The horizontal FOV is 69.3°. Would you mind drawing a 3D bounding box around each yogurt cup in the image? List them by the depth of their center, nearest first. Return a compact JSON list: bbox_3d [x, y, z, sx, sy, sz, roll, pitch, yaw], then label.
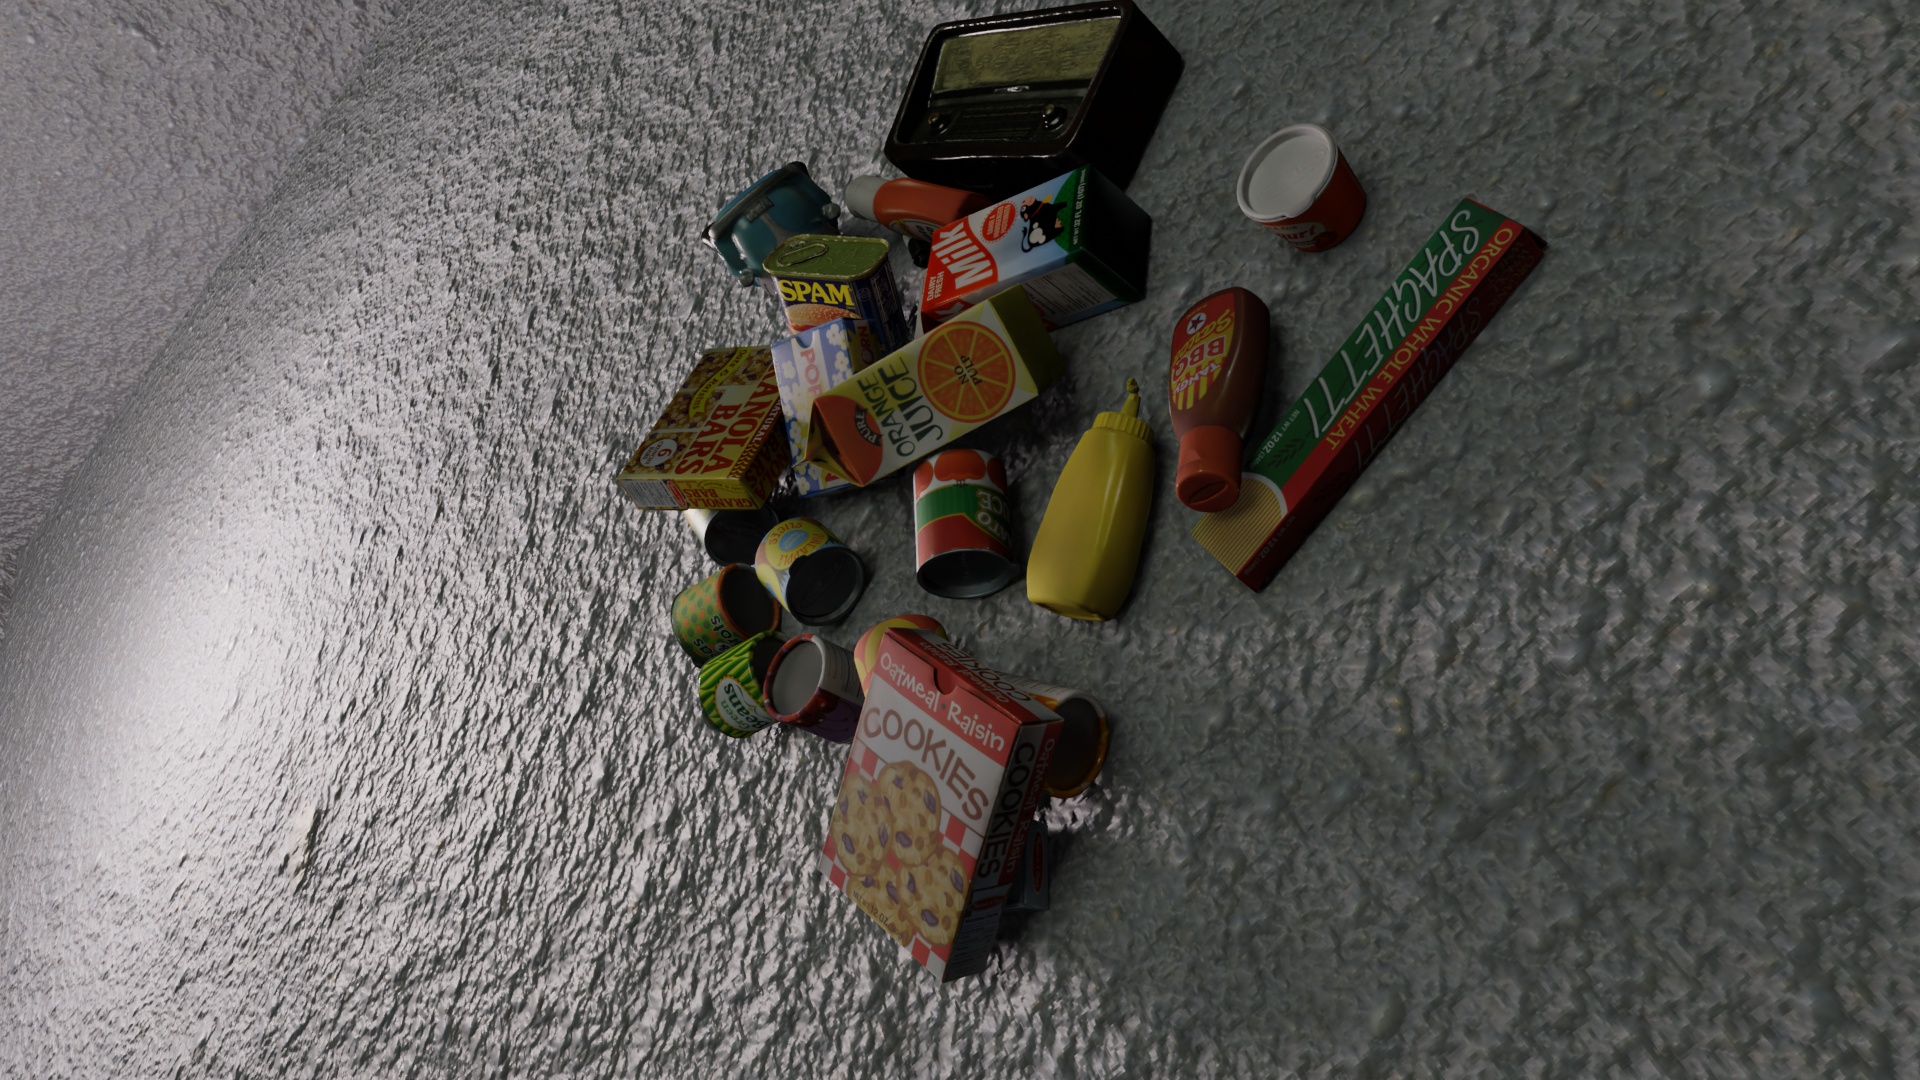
[{"bbox_3d":[0.214,-0.215,0.860,0.072,0.054,0.073,-23,54,35],"label":"yogurt cup"}]

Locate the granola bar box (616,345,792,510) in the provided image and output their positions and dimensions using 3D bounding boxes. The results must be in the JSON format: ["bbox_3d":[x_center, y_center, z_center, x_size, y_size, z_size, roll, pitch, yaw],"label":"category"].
[{"bbox_3d":[-0.187,-0.094,1.139,0.124,0.039,0.166,1,46,28],"label":"granola bar box"}]

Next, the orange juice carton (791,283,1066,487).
[{"bbox_3d":[-0.030,-0.099,0.970,0.192,0.073,0.072,-26,8,26],"label":"orange juice carton"}]

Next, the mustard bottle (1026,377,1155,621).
[{"bbox_3d":[0.092,-0.029,0.883,0.065,0.049,0.160,6,73,47],"label":"mustard bottle"}]

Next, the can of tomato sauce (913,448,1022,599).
[{"bbox_3d":[0.003,-0.012,0.949,0.071,0.071,0.083,-27,51,32],"label":"can of tomato sauce"}]

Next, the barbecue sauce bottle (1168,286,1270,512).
[{"bbox_3d":[0.153,-0.083,0.831,0.064,0.043,0.149,-32,35,41],"label":"barbecue sauce bottle"}]

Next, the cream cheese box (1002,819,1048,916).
[{"bbox_3d":[0.007,0.206,0.855,0.103,0.024,0.053,-20,55,36],"label":"cream cheese box"}]

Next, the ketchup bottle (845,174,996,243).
[{"bbox_3d":[-0.032,-0.265,1.113,0.149,0.064,0.043,26,90,42],"label":"ketchup bottle"}]

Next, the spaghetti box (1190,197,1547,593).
[{"bbox_3d":[0.229,-0.082,0.791,0.249,0.028,0.050,-52,42,10],"label":"spaghetti box"}]

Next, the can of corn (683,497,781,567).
[{"bbox_3d":[-0.187,-0.022,1.141,0.071,0.071,0.058,-53,42,9],"label":"can of corn"}]

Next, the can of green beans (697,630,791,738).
[{"bbox_3d":[-0.153,0.108,1.037,0.057,0.071,0.071,-28,51,32],"label":"can of green beans"}]

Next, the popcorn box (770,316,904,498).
[{"bbox_3d":[-0.096,-0.102,1.079,0.085,0.038,0.126,-12,89,42],"label":"popcorn box"}]

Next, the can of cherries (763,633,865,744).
[{"bbox_3d":[-0.100,0.107,0.990,0.071,0.058,0.072,-22,54,35],"label":"can of cherries"}]

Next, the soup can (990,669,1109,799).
[{"bbox_3d":[0.037,0.119,0.842,0.084,0.071,0.071,7,74,46],"label":"soup can"}]

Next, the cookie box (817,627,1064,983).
[{"bbox_3d":[-0.016,0.152,0.819,0.123,0.040,0.167,30,110,42],"label":"cookie box"}]

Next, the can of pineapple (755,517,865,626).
[{"bbox_3d":[-0.114,0.021,1.044,0.071,0.071,0.058,-58,41,4],"label":"can of pineapple"}]

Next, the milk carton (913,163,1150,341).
[{"bbox_3d":[0.038,-0.195,1.010,0.190,0.073,0.072,-14,60,40],"label":"milk carton"}]

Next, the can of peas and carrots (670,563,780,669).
[{"bbox_3d":[-0.185,0.060,1.095,0.058,0.071,0.071,-27,52,32],"label":"can of peas and carrots"}]

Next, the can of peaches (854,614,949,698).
[{"bbox_3d":[-0.034,0.090,0.926,0.071,0.071,0.058,-41,44,21],"label":"can of peaches"}]
